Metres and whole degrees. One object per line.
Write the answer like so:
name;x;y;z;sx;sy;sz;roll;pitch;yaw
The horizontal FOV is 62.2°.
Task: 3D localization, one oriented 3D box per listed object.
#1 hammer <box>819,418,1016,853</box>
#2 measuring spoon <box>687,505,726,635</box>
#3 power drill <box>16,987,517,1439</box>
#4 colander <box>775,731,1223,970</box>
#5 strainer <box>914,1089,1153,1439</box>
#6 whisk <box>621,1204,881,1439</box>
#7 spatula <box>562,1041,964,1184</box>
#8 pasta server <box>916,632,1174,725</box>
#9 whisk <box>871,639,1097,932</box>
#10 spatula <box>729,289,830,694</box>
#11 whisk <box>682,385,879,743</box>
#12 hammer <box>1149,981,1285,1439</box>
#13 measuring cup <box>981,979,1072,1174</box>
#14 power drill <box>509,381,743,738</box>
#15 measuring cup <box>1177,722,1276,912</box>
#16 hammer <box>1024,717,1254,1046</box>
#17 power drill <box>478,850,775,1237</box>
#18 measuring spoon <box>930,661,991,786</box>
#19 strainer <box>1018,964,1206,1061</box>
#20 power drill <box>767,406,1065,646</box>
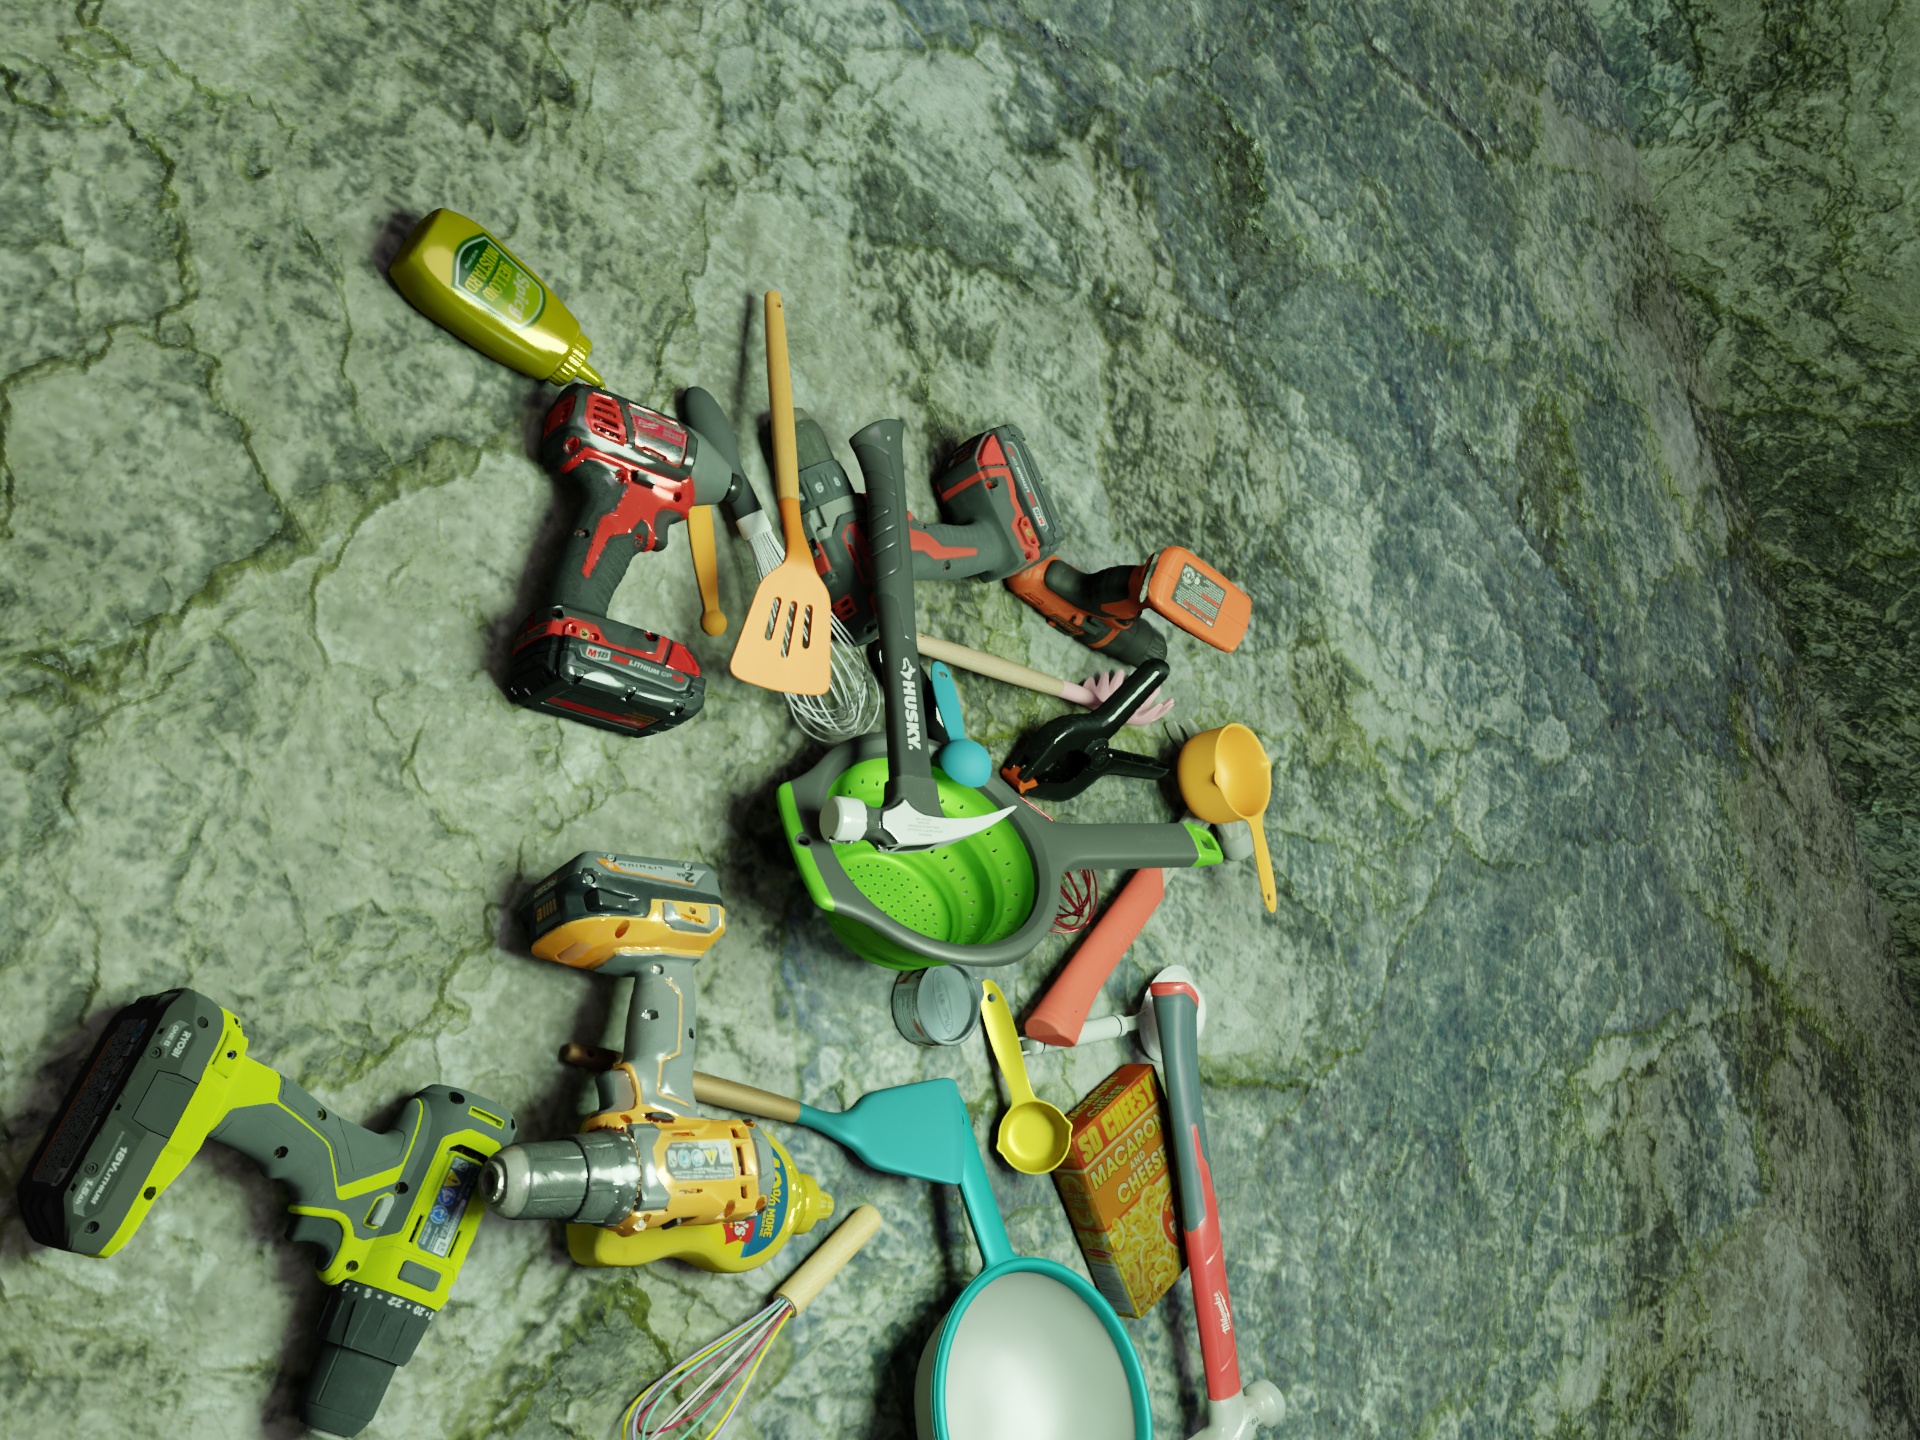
hammer;-0.041;-0.067;1.152;0.146;0.035;0.335;8;67;-34
measuring spoon;-0.184;-0.119;1.157;0.021;0.011;0.117;-3;83;-44
power drill;-0.368;0.263;0.855;0.228;0.080;0.191;39;55;-34
colander;0.031;0.118;1.209;0.396;0.094;0.205;3;48;-34
strainer;0.016;0.451;1.179;0.211;0.095;0.341;0;65;-45
whisk;-0.135;0.405;1.071;0.245;0.047;0.051;-36;118;-46
spatula;-0.129;0.261;1.103;0.317;0.044;0.082;25;47;-36
pasta server;0.069;-0.040;1.346;0.316;0.060;0.040;16;112;-44
whisk;0.019;0.053;1.283;0.295;0.073;0.073;54;50;-13
spatula;-0.132;-0.175;1.156;0.081;0.041;0.323;12;60;-36
whisk;-0.140;-0.114;1.173;0.070;0.070;0.284;-29;96;-43
hammer;0.189;0.412;1.318;0.143;0.038;0.386;-5;86;-43
measuring cup;0.044;0.284;1.272;0.062;0.029;0.157;-17;76;-1
power drill;-0.220;-0.108;1.074;0.143;0.078;0.220;18;66;-36
measuring cup;0.245;0.091;1.440;0.095;0.052;0.173;-13;90;-48
hammer;0.152;0.148;1.387;0.359;0.037;0.149;-45;112;-44
power drill;-0.213;0.198;0.968;0.185;0.084;0.226;12;55;-45
measuring spoon;-0.002;-0.004;1.217;0.042;0.021;0.129;11;43;-28
strainer;0.141;0.263;1.364;0.258;0.050;0.087;-2;96;-40
power drill;-0.041;-0.173;1.262;0.226;0.080;0.188;-24;90;-40
